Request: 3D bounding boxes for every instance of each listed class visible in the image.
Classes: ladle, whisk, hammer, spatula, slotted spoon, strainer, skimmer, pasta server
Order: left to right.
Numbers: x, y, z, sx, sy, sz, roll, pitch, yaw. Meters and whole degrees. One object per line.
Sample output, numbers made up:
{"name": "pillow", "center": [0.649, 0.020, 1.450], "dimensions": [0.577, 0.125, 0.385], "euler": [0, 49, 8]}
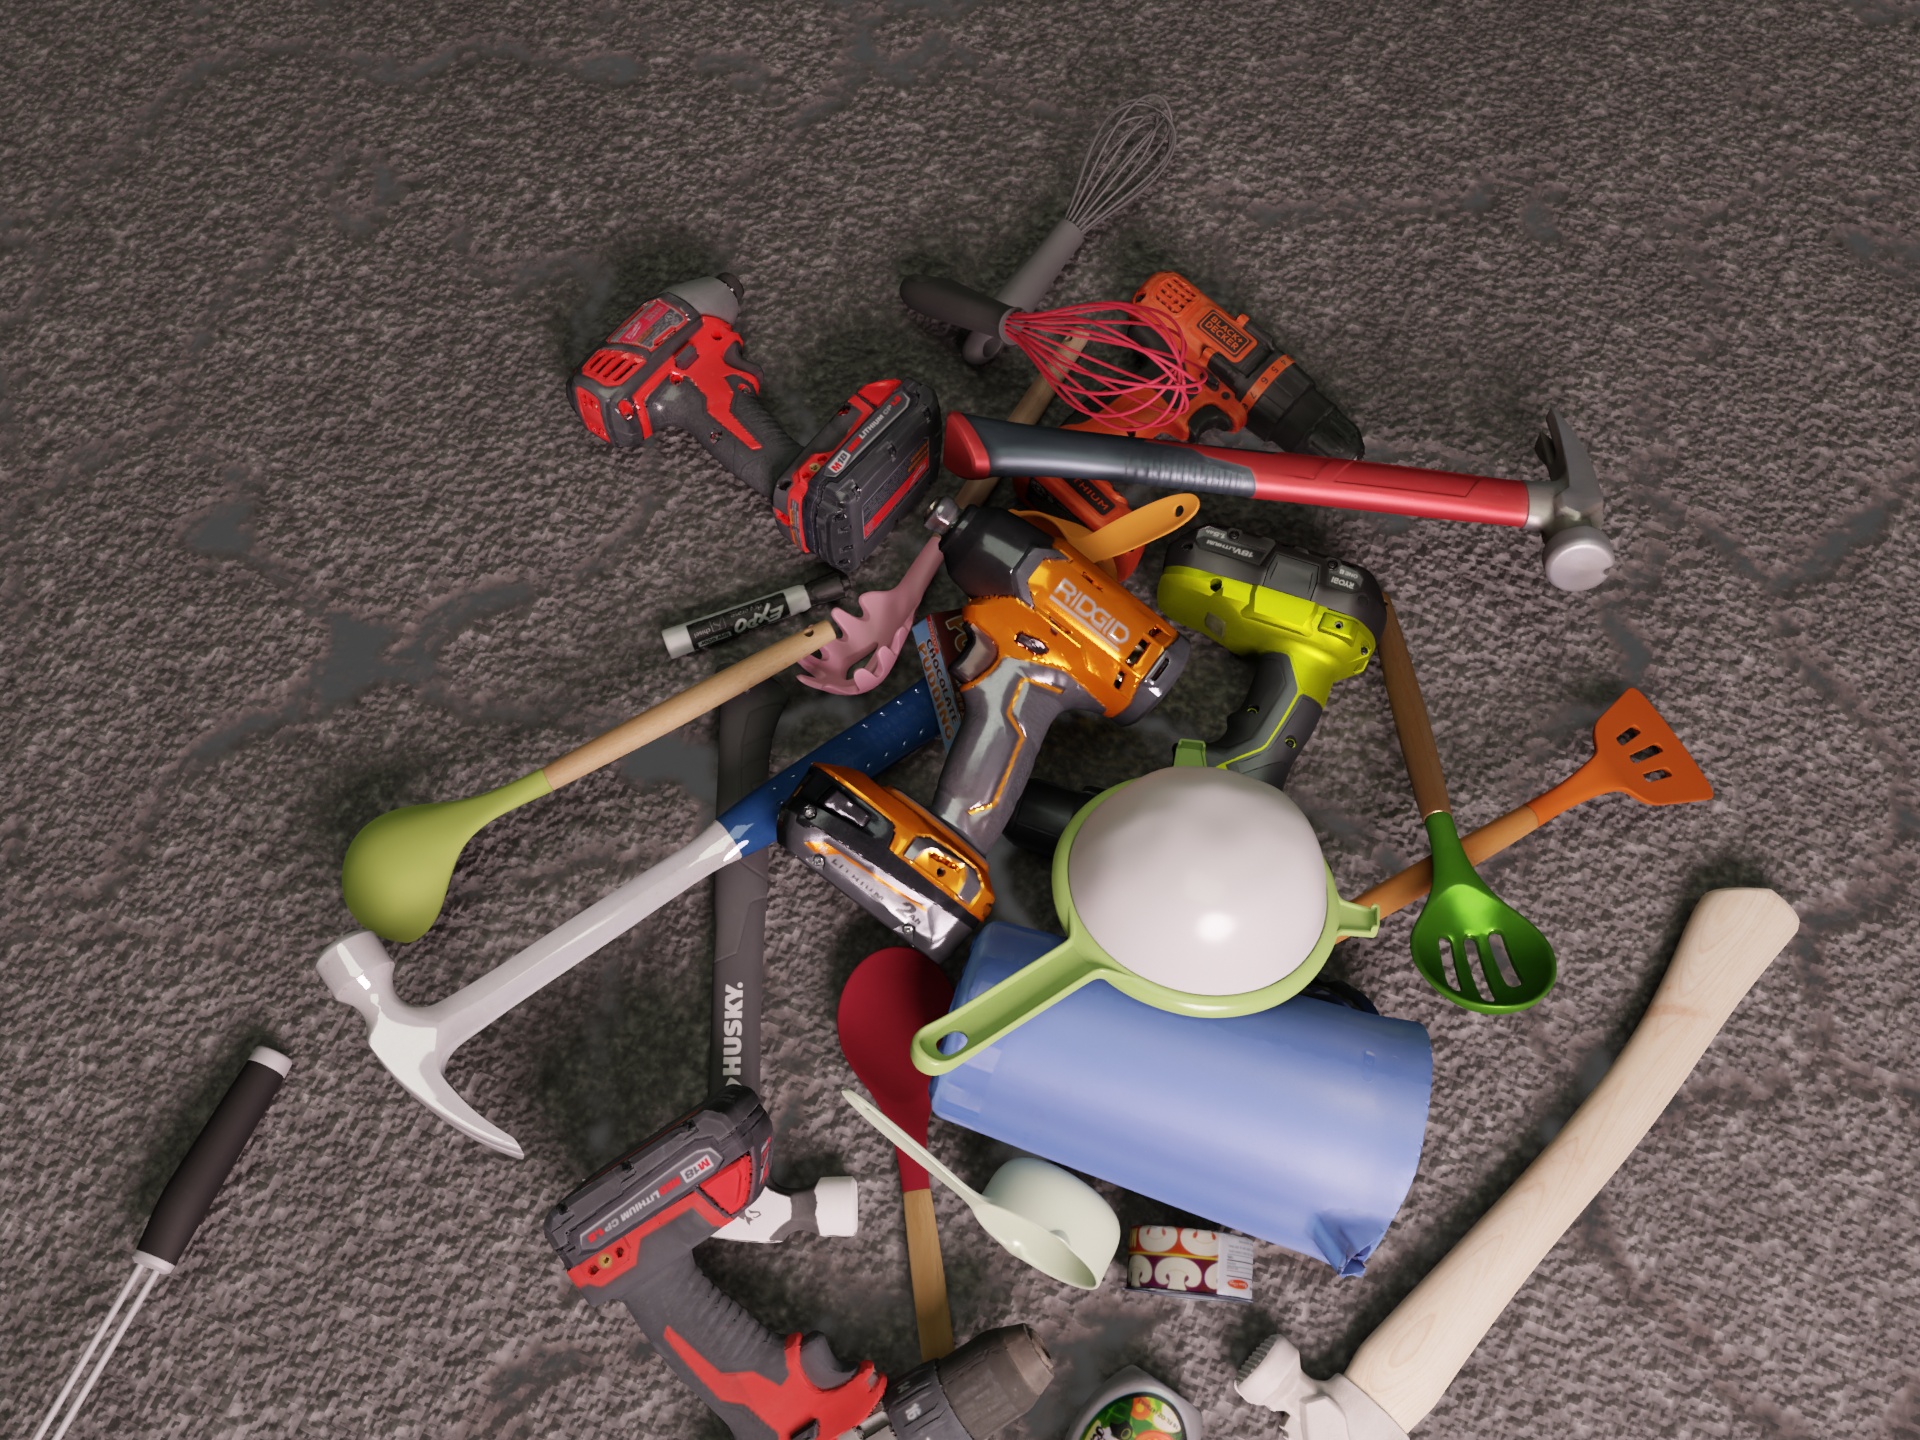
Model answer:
{"name": "skimmer", "center": [-0.449, 0.350, 0.836], "dimensions": [0.127, 0.090, 0.363], "euler": [17, 60, 9]}
{"name": "ladle", "center": [-0.213, 0.028, 0.931], "dimensions": [0.320, 0.062, 0.078], "euler": [-29, 56, -9]}
{"name": "hammer", "center": [-0.135, 0.077, 0.885], "dimensions": [0.405, 0.035, 0.144], "euler": [-34, 78, -25]}
{"name": "hammer", "center": [-0.133, 0.124, 0.914], "dimensions": [0.146, 0.035, 0.335], "euler": [-1, 69, -1]}
{"name": "ladle", "center": [-0.019, 0.280, 0.859], "dimensions": [0.069, 0.031, 0.316], "euler": [-5, 71, -9]}
{"name": "pasta server", "center": [-0.001, -0.138, 1.008], "dimensions": [0.060, 0.040, 0.316], "euler": [18, 67, 36]}
{"name": "whisk", "center": [0.045, -0.237, 0.972], "dimensions": [0.073, 0.073, 0.296], "euler": [-39, 40, -13]}
{"name": "whisk", "center": [0.073, -0.332, 1.077], "dimensions": [0.055, 0.055, 0.239], "euler": [33, 77, 12]}
{"name": "strainer", "center": [0.082, 0.092, 0.785], "dimensions": [0.256, 0.069, 0.152], "euler": [-27, 57, -27]}
{"name": "hammer", "center": [0.183, -0.156, 0.951], "dimensions": [0.386, 0.038, 0.143], "euler": [7, 45, 1]}
{"name": "slotted spoon", "center": [0.264, 0.036, 0.888], "dimensions": [0.070, 0.031, 0.314], "euler": [-4, 46, 3]}
{"name": "spatula", "center": [0.300, 0.069, 0.900], "dimensions": [0.322, 0.041, 0.081], "euler": [-25, 72, -18]}
{"name": "hammer", "center": [0.334, 0.253, 0.860], "dimensions": [0.146, 0.038, 0.410], "euler": [42, 75, 13]}

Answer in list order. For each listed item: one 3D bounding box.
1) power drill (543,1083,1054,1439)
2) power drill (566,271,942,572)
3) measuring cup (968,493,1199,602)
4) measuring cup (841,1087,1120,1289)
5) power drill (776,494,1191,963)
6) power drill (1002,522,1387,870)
{"name": "power drill", "center": [-0.081, 0.297, 0.799], "dimensions": [0.188, 0.080, 0.227], "euler": [-33, 87, 0]}
{"name": "power drill", "center": [-0.126, -0.202, 1.012], "dimensions": [0.220, 0.078, 0.143], "euler": [31, 64, 16]}
{"name": "measuring cup", "center": [0.083, -0.091, 0.934], "dimensions": [0.173, 0.052, 0.095], "euler": [-22, 69, 40]}
{"name": "measuring cup", "center": [0.012, 0.234, 0.839], "dimensions": [0.167, 0.083, 0.038], "euler": [38, 62, 1]}
{"name": "power drill", "center": [-0.001, -0.003, 0.859], "dimensions": [0.164, 0.084, 0.226], "euler": [38, 82, -8]}
{"name": "power drill", "center": [0.140, 0.006, 0.934], "dimensions": [0.190, 0.080, 0.229], "euler": [18, 73, 10]}
